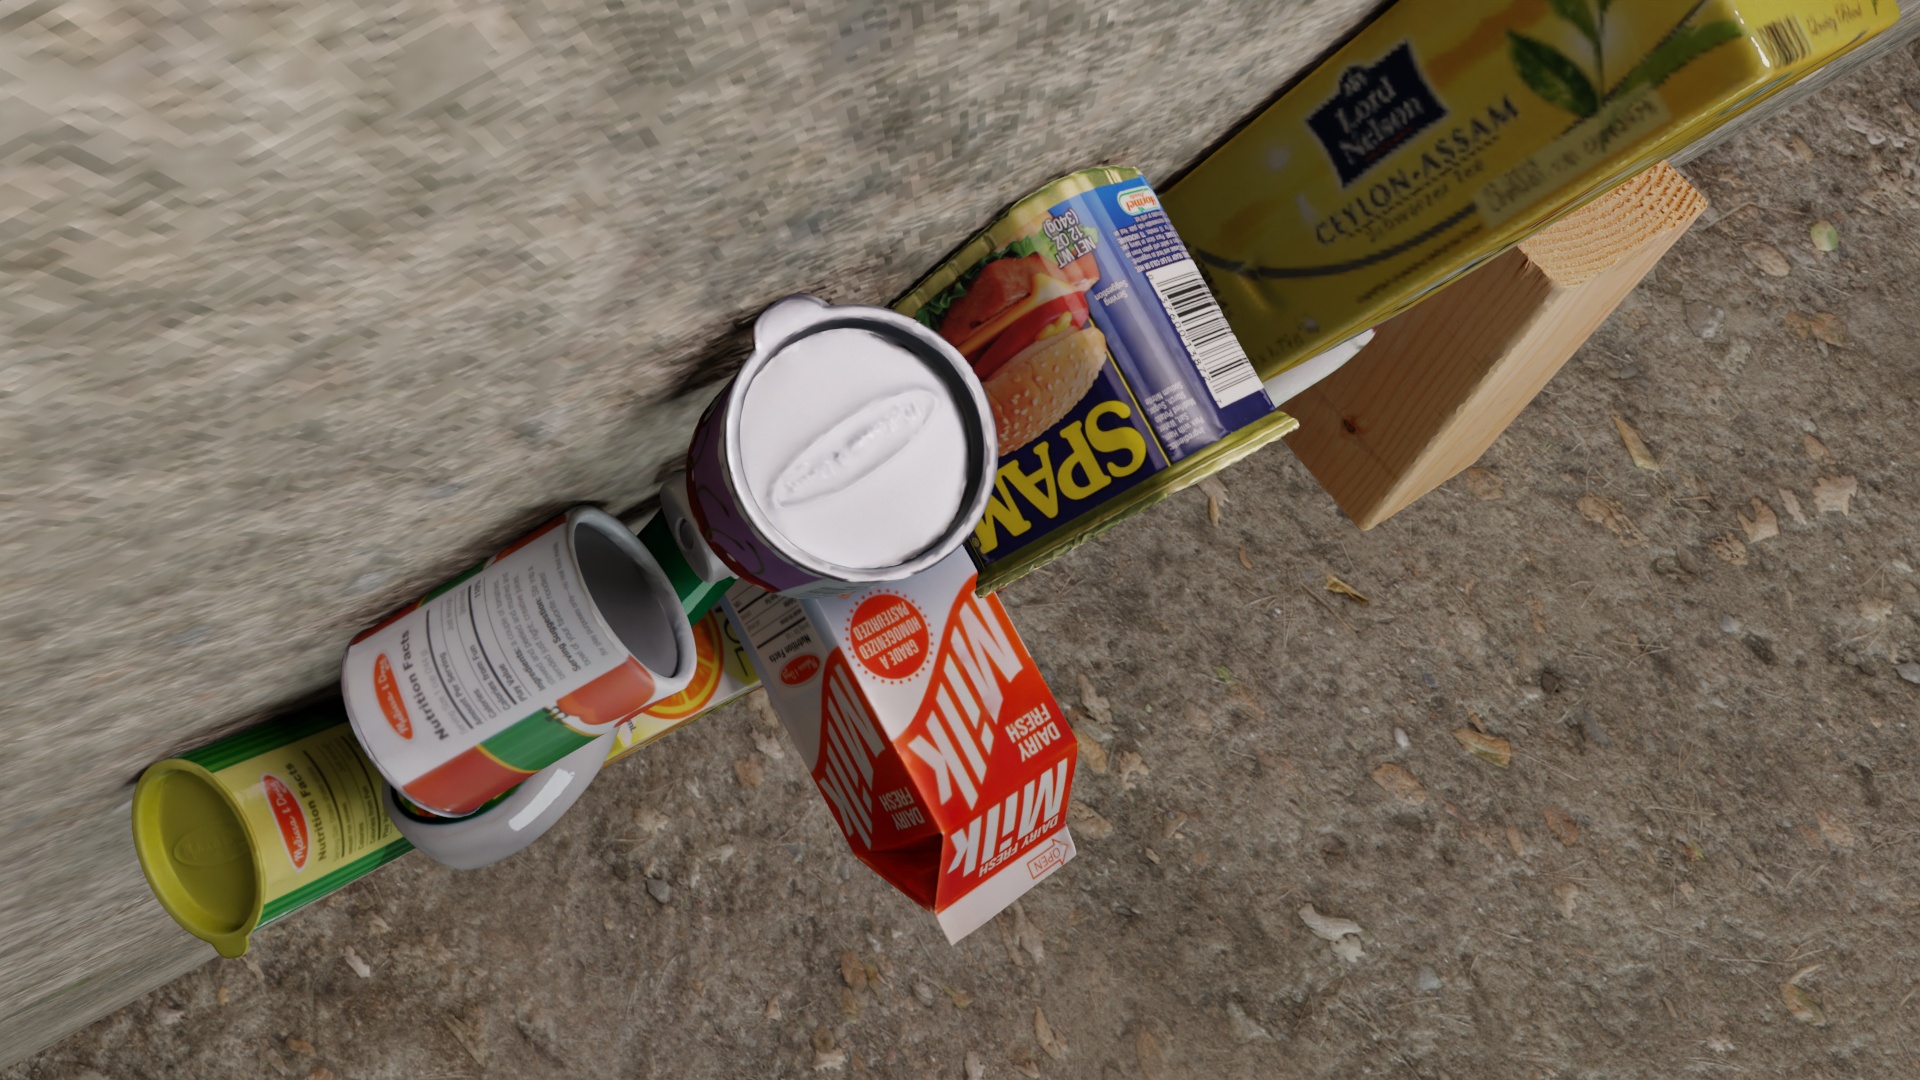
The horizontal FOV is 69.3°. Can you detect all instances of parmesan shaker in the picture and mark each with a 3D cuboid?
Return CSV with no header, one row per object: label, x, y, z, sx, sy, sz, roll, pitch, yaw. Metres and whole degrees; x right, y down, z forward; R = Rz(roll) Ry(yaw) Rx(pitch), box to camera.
parmesan shaker,-0.233,0.097,0.509,0.071,0.071,0.103,-30,177,29

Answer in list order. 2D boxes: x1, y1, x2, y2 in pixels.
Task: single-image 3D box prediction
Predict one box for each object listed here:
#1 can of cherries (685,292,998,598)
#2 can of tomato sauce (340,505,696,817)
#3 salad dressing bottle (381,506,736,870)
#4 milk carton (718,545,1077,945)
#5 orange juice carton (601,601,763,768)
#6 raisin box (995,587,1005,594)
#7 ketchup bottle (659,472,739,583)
can of cherries,-0.033,-0.022,0.348,0.072,0.071,0.058,-27,-177,-21
can of tomato sauce,-0.134,0.037,0.430,0.083,0.071,0.071,-30,177,9
salad dressing bottle,-0.136,0.048,0.488,0.147,0.064,0.044,-47,148,1
milk carton,-0.024,0.053,0.531,0.072,0.190,0.073,-26,177,-35
orange juice carton,-0.117,0.039,0.613,0.073,0.072,0.193,-30,177,34
raisin box,0.003,-0.010,0.782,0.086,0.040,0.124,-30,-158,41
ketchup bottle,-0.027,-0.032,0.473,0.149,0.043,0.064,-27,176,-23
